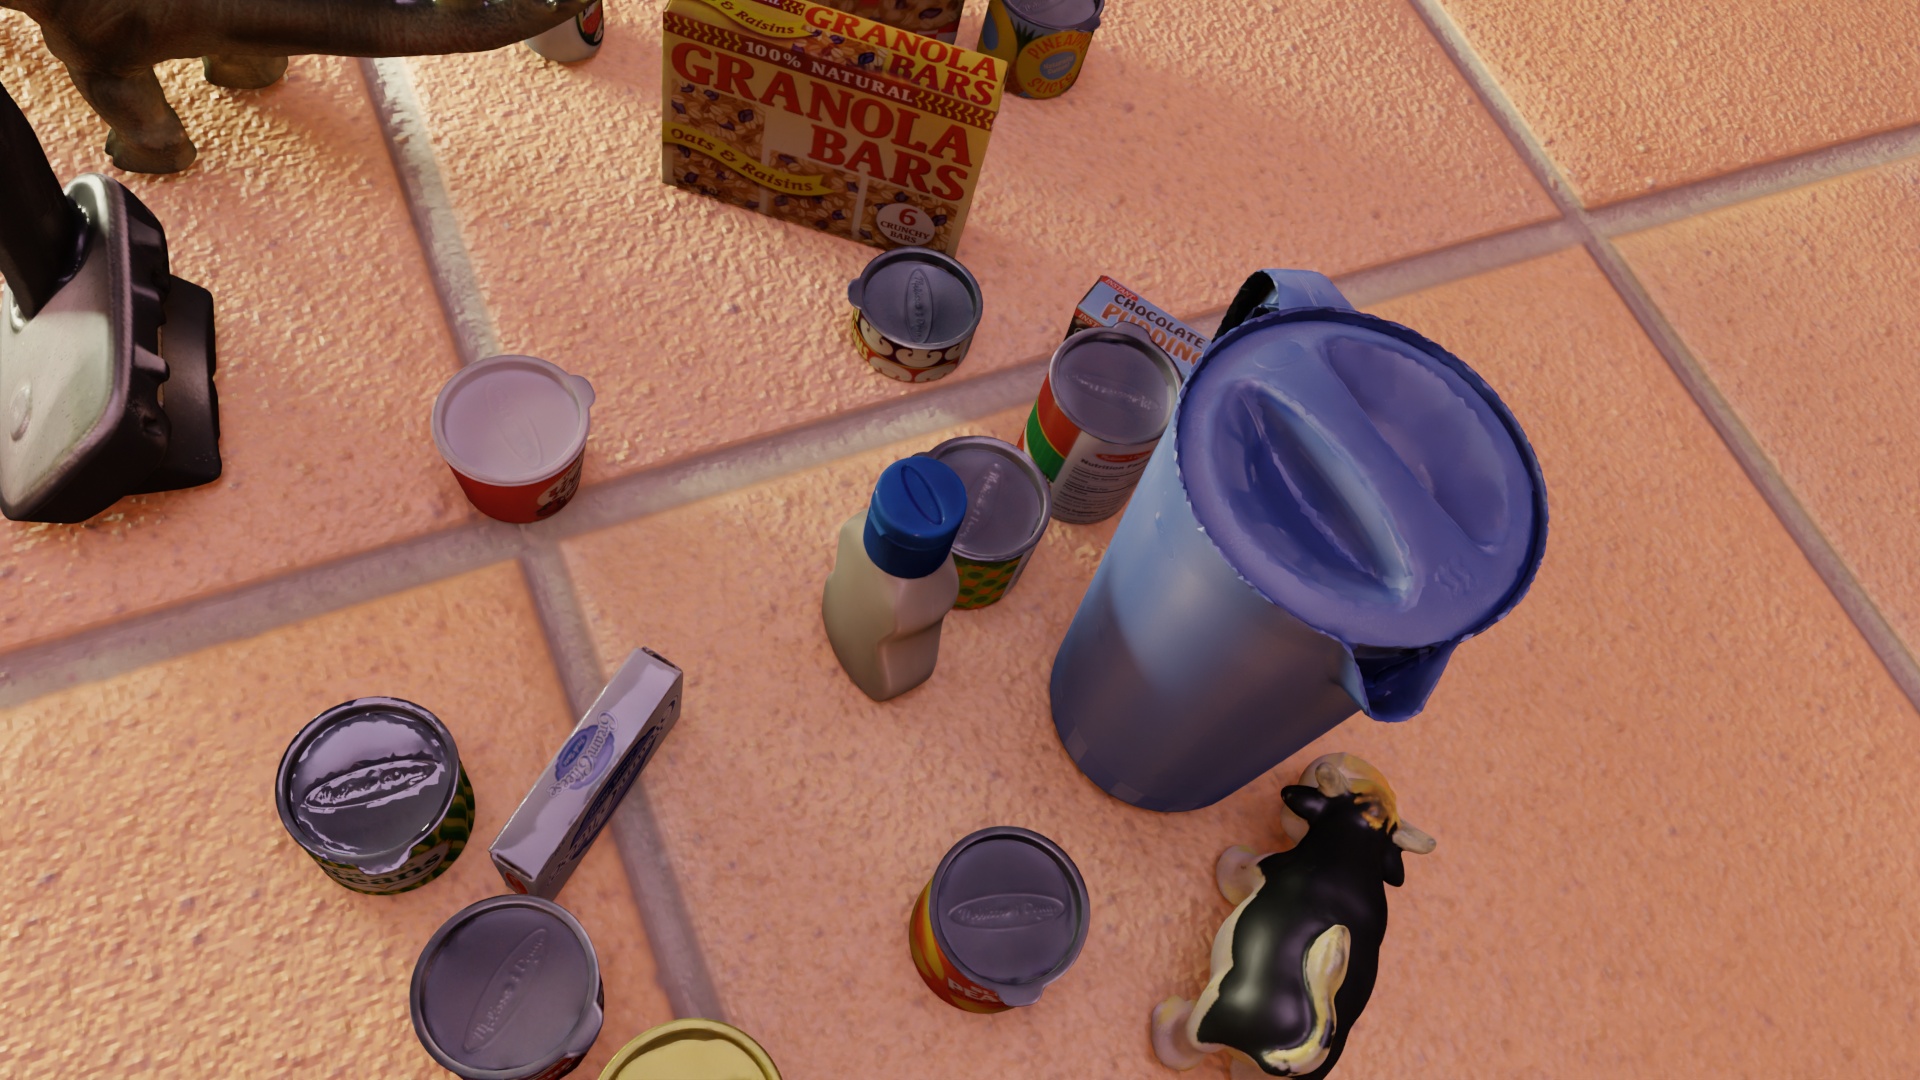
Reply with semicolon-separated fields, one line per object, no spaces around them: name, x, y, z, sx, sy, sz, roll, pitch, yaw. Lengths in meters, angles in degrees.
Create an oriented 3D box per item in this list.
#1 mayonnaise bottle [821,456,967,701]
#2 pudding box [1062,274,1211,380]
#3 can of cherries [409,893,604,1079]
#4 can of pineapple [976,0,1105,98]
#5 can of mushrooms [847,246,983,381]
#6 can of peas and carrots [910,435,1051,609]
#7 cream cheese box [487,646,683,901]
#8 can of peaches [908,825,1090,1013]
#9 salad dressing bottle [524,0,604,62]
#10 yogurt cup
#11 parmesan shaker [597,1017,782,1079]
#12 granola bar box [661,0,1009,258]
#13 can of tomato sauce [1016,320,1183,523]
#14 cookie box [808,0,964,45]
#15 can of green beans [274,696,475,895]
mayonnaise bottle;-0.028;0.016;0.592;0.041;0.147;0.065;-24;70;-22
pudding box;0.098;-0.098;0.735;0.084;0.049;0.030;34;61;7
can of cherries;-0.168;0.176;0.529;0.071;0.058;0.072;5;62;-10
can of pineapple;0.048;-0.307;0.829;0.071;0.057;0.071;5;62;-10
can of mushrooms;-0.026;-0.119;0.729;0.071;0.033;0.071;5;62;-10
can of peas and carrots;0.002;-0.008;0.662;0.071;0.058;0.071;5;62;-10
cream cheese box;-0.153;0.098;0.576;0.024;0.053;0.104;29;61;4
can of peaches;0.015;0.161;0.577;0.071;0.057;0.071;5;62;-10
salad dressing bottle;-0.213;-0.321;0.730;0.044;0.147;0.064;10;62;-7
yogurt cup;-0.204;-0.043;0.639;0.072;0.053;0.073;5;62;-10
parmesan shaker;-0.097;0.216;0.498;0.071;0.102;0.071;5;62;-10
granola bar box;-0.069;-0.215;0.718;0.166;0.123;0.039;16;61;-4
can of tomato sauce;0.066;-0.057;0.688;0.071;0.082;0.071;5;62;-10
cookie box;-0.051;-0.343;0.765;0.123;0.166;0.040;-12;66;-18
can of green beans;-0.231;0.103;0.554;0.071;0.057;0.071;5;62;-10
